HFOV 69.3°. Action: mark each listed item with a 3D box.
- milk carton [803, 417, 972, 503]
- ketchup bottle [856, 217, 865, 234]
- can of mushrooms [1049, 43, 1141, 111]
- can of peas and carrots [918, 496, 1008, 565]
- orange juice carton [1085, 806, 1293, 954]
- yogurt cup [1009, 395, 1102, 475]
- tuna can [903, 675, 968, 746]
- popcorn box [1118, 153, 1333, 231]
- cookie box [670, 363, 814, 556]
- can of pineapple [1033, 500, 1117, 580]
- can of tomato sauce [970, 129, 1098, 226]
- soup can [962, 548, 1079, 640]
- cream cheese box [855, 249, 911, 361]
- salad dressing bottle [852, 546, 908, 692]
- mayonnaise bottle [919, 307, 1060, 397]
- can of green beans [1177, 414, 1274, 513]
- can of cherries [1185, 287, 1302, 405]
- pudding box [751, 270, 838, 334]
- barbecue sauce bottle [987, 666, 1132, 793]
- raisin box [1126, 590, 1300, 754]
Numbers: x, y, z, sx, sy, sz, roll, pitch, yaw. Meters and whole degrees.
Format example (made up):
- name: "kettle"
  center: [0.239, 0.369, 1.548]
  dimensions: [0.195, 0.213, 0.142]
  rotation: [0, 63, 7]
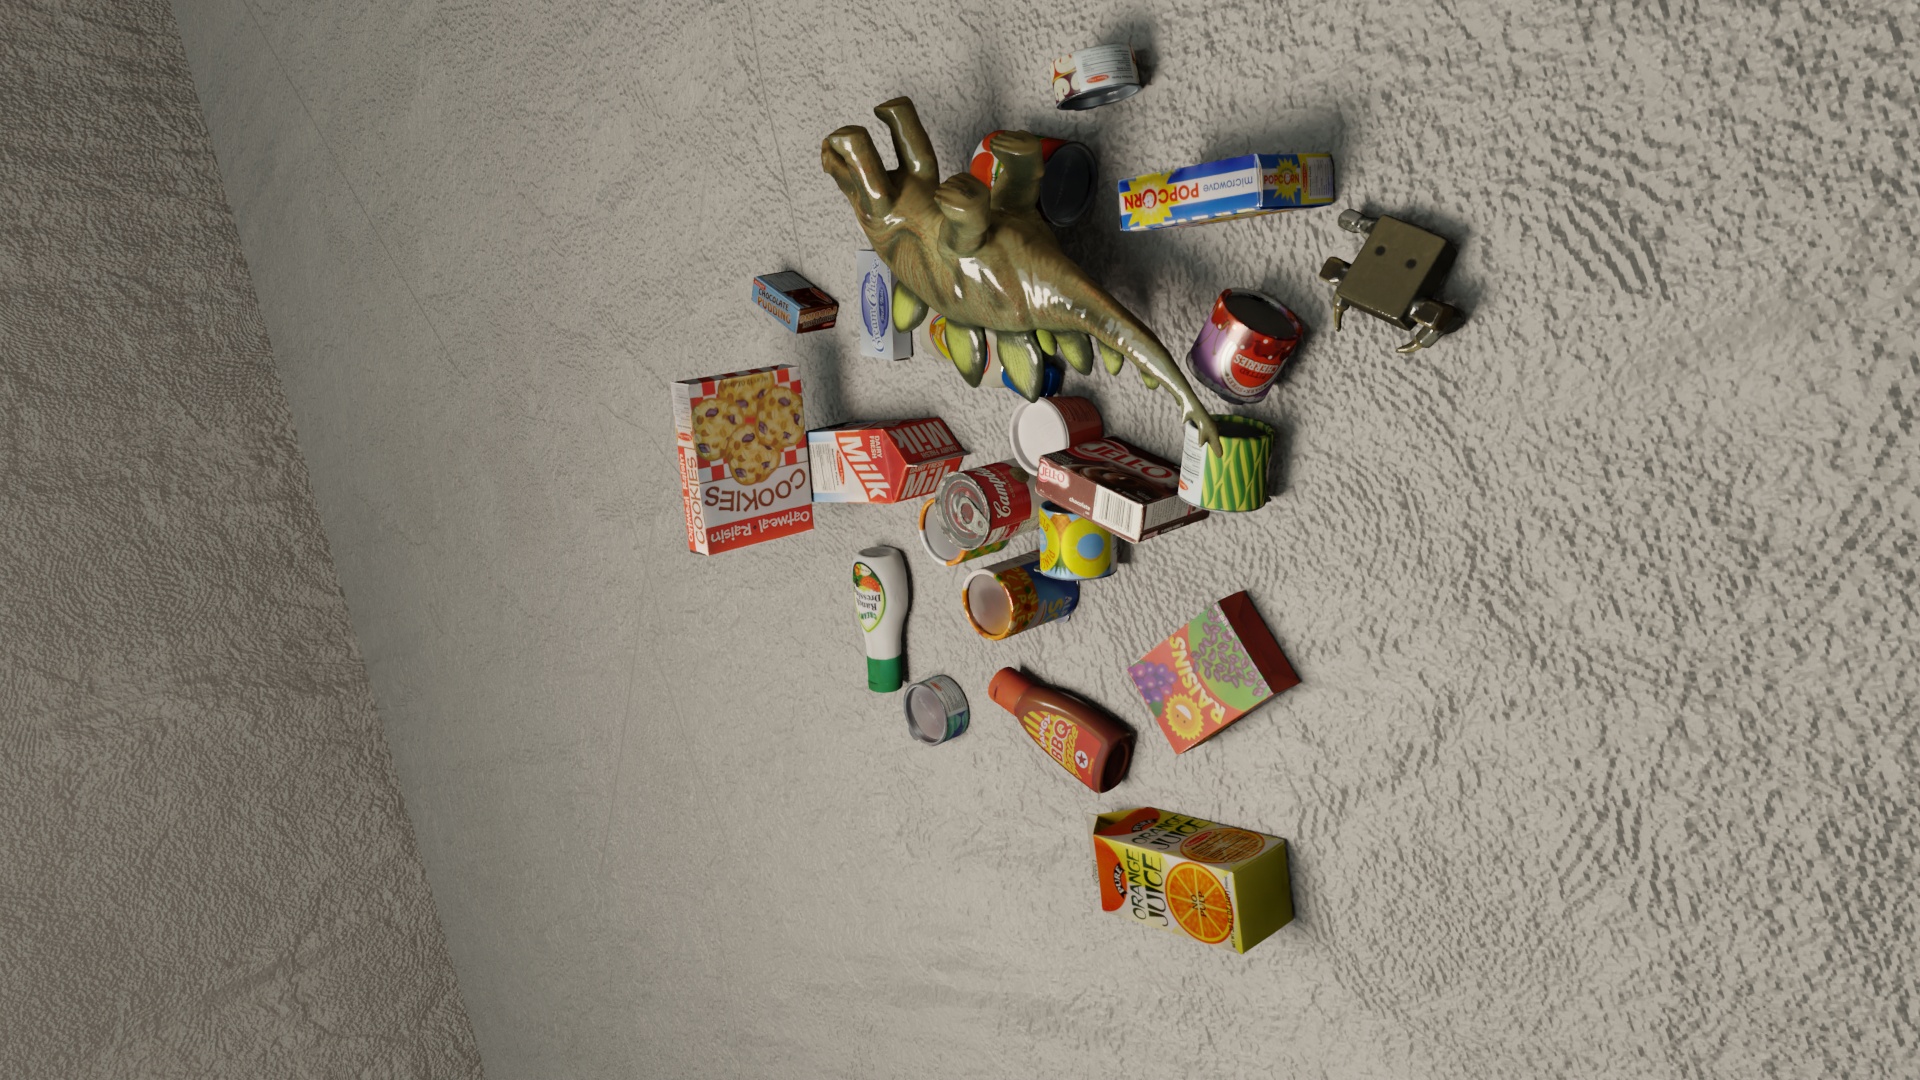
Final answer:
- name: "milk carton"
  center: [-0.076, -0.077, 1.345]
  dimensions: [0.190, 0.072, 0.073]
  rotation: [3, 104, 49]
- name: "ketchup bottle"
  center: [-0.036, -0.275, 1.255]
  dimensions: [0.149, 0.044, 0.064]
  rotation: [31, 127, 39]
- name: "can of mushrooms"
  center: [0.101, -0.352, 1.058]
  dimensions: [0.071, 0.071, 0.033]
  rotation: [-6, 98, 49]
- name: "can of peas and carrots"
  center: [0.005, -0.016, 1.283]
  dimensions: [0.071, 0.059, 0.070]
  rotation: [19, 116, 44]
- name: "orange juice carton"
  center: [0.178, 0.279, 1.170]
  dimensions: [0.192, 0.073, 0.071]
  rotation: [3, 105, 49]
- name: "yogurt cup"
  center: [0.083, -0.091, 1.172]
  dimensions: [0.072, 0.054, 0.072]
  rotation: [19, 116, 44]
- name: "tuna can"
  center: [-0.025, 0.172, 1.398]
  dimensions: [0.071, 0.033, 0.070]
  rotation: [19, 116, 44]
- name: "popcorn box"
  center: [0.186, -0.245, 0.980]
  dimensions: [0.126, 0.085, 0.038]
  rotation: [4, 104, 49]
- name: "cookie box"
  center: [-0.209, -0.079, 1.344]
  dimensions: [0.040, 0.123, 0.167]
  rotation: [14, 113, 49]
- name: "can of pineapple"
  center: [0.098, -0.002, 1.173]
  dimensions: [0.071, 0.071, 0.057]
  rotation: [14, 112, 46]
- name: "can of tomato sauce"
  center: [0.057, -0.294, 1.122]
  dimensions: [0.083, 0.071, 0.071]
  rotation: [26, 121, 42]
- name: "soup can"
  center: [0.054, 0.050, 1.228]
  dimensions: [0.071, 0.084, 0.071]
  rotation: [19, 117, 44]
- name: "cream cheese box"
  center: [-0.073, -0.226, 1.330]
  dimensions: [0.053, 0.024, 0.103]
  rotation: [16, 113, 47]
- name: "salad dressing bottle"
  center: [-0.080, 0.082, 1.423]
  dimensions: [0.064, 0.044, 0.147]
  rotation: [13, 112, 45]
- name: "mayonnaise bottle"
  center: [0.025, -0.168, 1.223]
  dimensions: [0.148, 0.041, 0.064]
  rotation: [38, 129, 36]
- name: "can of green beans"
  center: [0.199, -0.059, 1.041]
  dimensions: [0.071, 0.071, 0.057]
  rotation: [24, 119, 42]
- name: "can of cherries"
  center: [0.206, -0.140, 1.004]
  dimensions: [0.071, 0.072, 0.058]
  rotation: [48, 133, 27]
- name: "pudding box"
  center: [-0.170, -0.243, 1.414]
  dimensions: [0.084, 0.050, 0.030]
  rotation: [39, 130, 34]
- name: "barbecue sauce bottle"
  center: [0.087, 0.165, 1.259]
  dimensions: [0.149, 0.044, 0.064]
  rotation: [33, 126, 38]
- name: "raisin box"
  center: [0.200, 0.107, 1.115]
  dimensions: [0.122, 0.040, 0.086]
  rotation: [-45, 69, 45]
